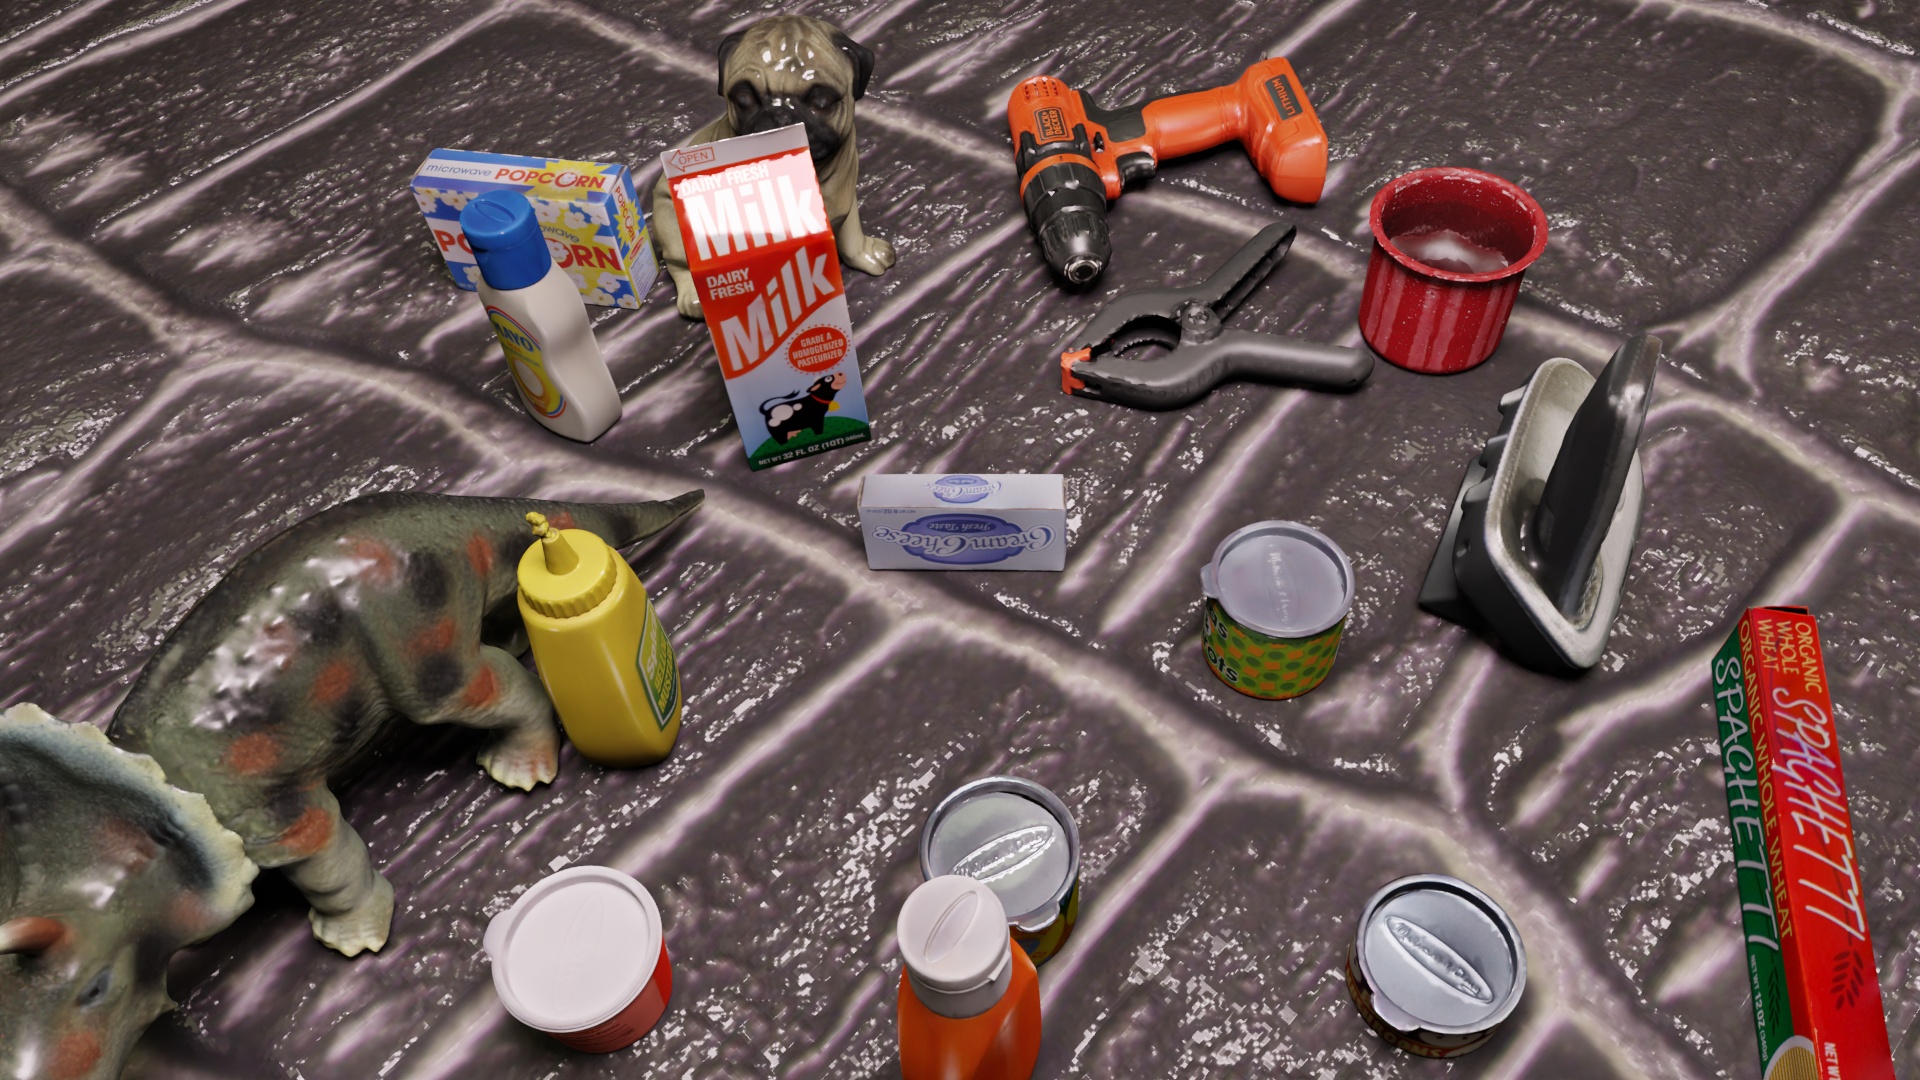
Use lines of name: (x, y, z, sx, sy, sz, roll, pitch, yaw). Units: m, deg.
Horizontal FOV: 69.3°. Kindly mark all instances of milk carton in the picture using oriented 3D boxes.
milk carton: (-0.100, -0.130, 0.722, 0.072, 0.189, 0.074, -15, 53, -7)

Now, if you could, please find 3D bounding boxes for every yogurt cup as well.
yogurt cup: (-0.152, 0.177, 0.575, 0.072, 0.053, 0.073, -2, 52, 3)

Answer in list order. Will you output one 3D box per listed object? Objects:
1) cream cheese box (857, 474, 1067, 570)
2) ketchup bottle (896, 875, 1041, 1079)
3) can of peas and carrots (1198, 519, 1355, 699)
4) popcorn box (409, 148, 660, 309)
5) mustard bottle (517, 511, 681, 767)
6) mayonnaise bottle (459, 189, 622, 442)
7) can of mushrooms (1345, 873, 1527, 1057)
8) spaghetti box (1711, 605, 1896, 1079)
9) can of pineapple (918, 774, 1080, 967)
cream cheese box: (0.003, -0.009, 0.707, 0.104, 0.053, 0.024, 0, 53, 4)
ketchup bottle: (0.003, 0.170, 0.509, 0.043, 0.148, 0.065, 26, 59, 22)
can of peas and carrots: (0.147, 0.034, 0.660, 0.071, 0.058, 0.071, -2, 52, 3)
popcorn box: (-0.257, -0.189, 0.845, 0.127, 0.084, 0.038, 8, 54, 10)
mustard bottle: (-0.162, 0.041, 0.614, 0.049, 0.159, 0.065, -4, 52, 1)
mayonnaise bottle: (-0.228, -0.120, 0.750, 0.065, 0.147, 0.041, 29, 60, 24)
can of mushrooms: (0.190, 0.174, 0.565, 0.071, 0.033, 0.071, -2, 52, 3)
spaghetti box: (0.343, 0.139, 0.570, 0.029, 0.050, 0.251, 8, 53, 10)
can of pineapple: (0.018, 0.143, 0.586, 0.071, 0.057, 0.071, -2, 52, 3)
